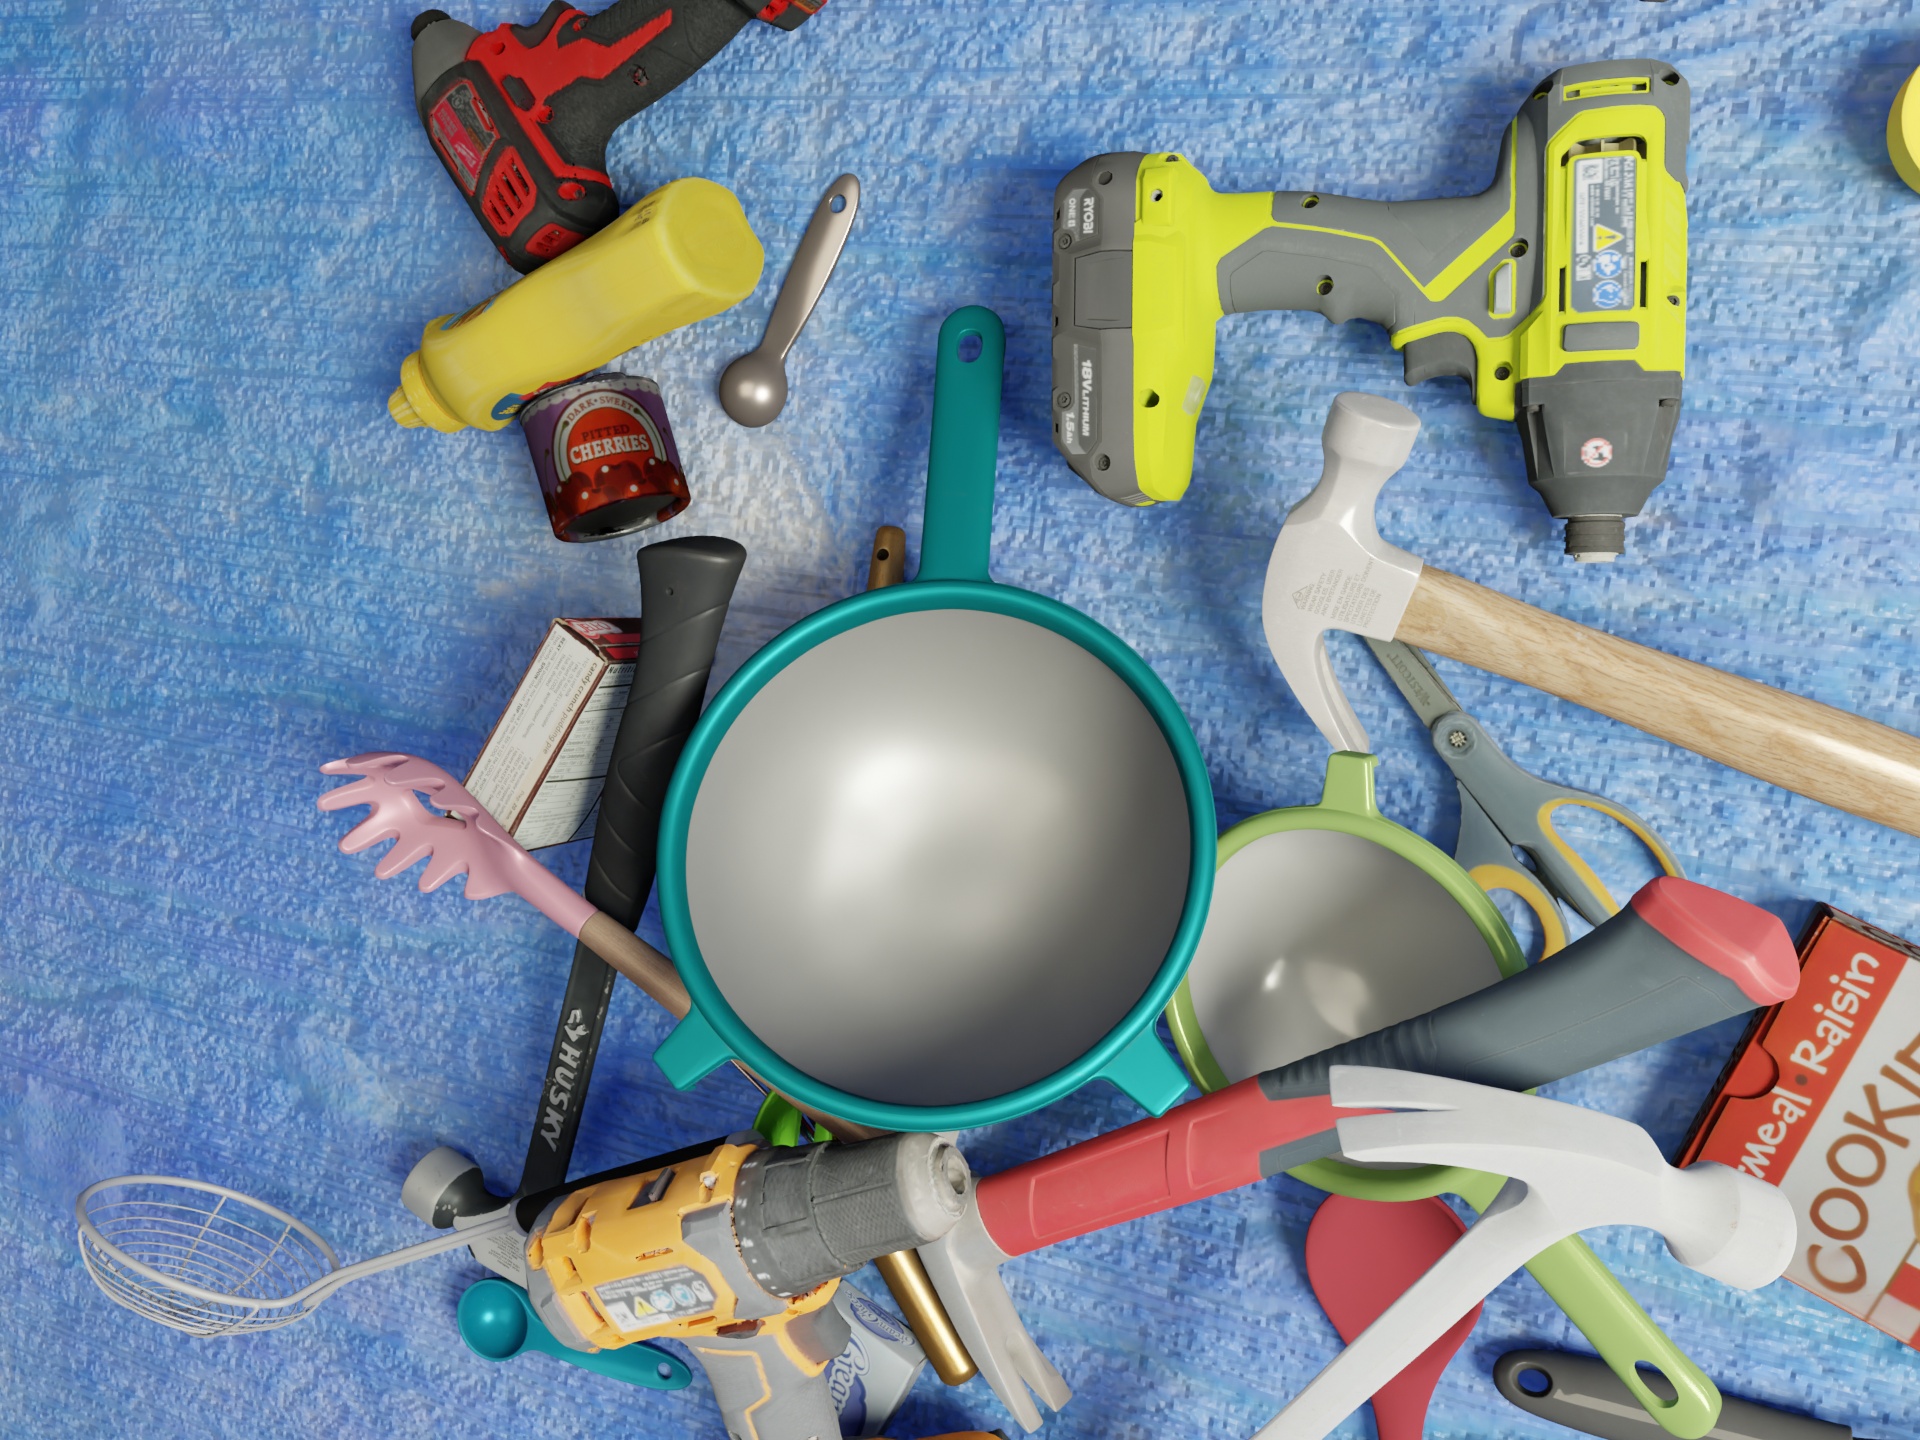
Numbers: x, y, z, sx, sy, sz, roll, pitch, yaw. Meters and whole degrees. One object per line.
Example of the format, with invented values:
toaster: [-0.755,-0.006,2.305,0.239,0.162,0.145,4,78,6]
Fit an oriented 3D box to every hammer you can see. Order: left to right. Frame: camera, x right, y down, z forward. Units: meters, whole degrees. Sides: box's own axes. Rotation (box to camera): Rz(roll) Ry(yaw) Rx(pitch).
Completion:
hammer: [-0.158,0.104,0.710,0.149,0.036,0.408,28,116,19]
hammer: [0.106,0.267,0.581,0.144,0.035,0.405,23,124,-10]
hammer: [0.119,0.161,0.579,0.386,0.038,0.143,-34,80,40]
hammer: [0.264,0.001,0.552,0.331,0.031,0.130,22,121,11]

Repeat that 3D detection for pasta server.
pasta server: [-0.138,0.105,0.659,0.316,0.040,0.060,34,130,14]

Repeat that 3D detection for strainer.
strainer: [-0.001,-0.002,0.650,0.211,0.095,0.341,1,69,9]
strainer: [0.187,0.137,0.588,0.256,0.069,0.151,50,128,17]

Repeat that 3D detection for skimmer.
skimmer: [-0.251,0.213,0.733,0.363,0.127,0.090,-21,67,20]

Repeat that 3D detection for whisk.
whisk: [-0.059,0.188,0.724,0.047,0.051,0.245,-36,82,41]
whisk: [0.313,0.265,0.564,0.239,0.055,0.055,6,94,27]

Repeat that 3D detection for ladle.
ladle: [0.178,0.332,0.632,0.069,0.031,0.315,-2,93,25]

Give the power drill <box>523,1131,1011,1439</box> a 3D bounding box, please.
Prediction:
power drill: [-0.045,0.263,0.633,0.185,0.084,0.226,-22,106,22]

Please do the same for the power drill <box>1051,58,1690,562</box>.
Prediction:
power drill: [0.152,-0.144,0.600,0.223,0.080,0.171,1,92,20]

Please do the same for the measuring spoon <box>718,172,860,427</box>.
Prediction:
measuring spoon: [-0.078,-0.192,0.724,0.034,0.018,0.124,31,103,19]

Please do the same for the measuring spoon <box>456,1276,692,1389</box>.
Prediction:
measuring spoon: [-0.190,0.308,0.795,0.128,0.021,0.042,11,96,13]

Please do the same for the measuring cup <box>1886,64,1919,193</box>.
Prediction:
measuring cup: [0.382,-0.171,0.533,0.156,0.029,0.062,40,102,4]

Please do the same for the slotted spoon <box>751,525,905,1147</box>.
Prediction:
slotted spoon: [-0.046,0.069,0.693,0.070,0.031,0.314,4,83,17]

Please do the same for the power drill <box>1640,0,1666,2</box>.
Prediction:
power drill: [0.312,-0.355,0.517,0.226,0.084,0.164,-21,69,18]

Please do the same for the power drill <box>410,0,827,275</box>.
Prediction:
power drill: [-0.162,-0.324,0.726,0.219,0.078,0.143,-38,77,23]
